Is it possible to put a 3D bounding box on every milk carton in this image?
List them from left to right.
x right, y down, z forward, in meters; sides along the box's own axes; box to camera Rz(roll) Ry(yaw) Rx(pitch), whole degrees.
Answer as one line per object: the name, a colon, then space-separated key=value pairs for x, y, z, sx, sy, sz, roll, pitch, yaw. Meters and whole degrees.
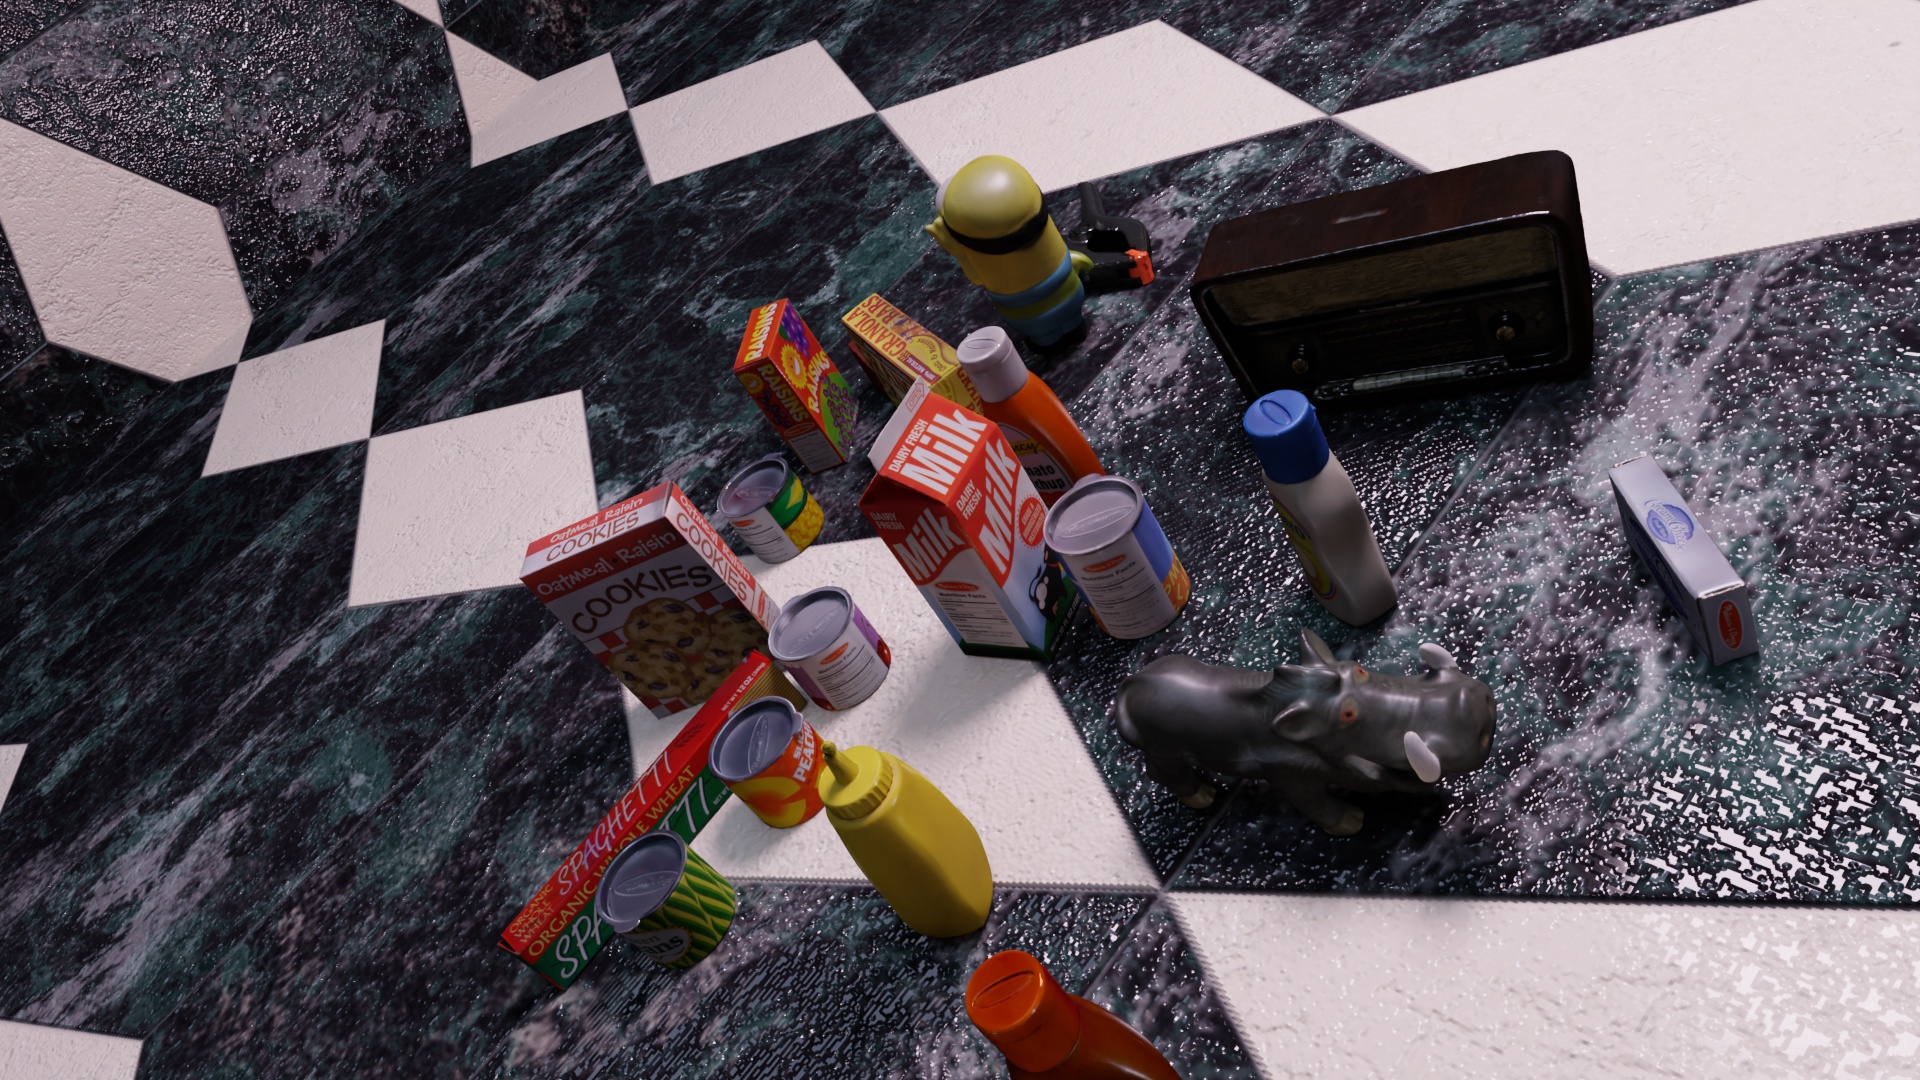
milk carton: x=0.003 y=-0.011 z=0.876 sx=0.073 sy=0.190 sz=0.073 roll=1 pitch=49 yaw=38

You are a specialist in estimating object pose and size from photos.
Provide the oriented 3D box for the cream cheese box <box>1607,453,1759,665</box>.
cream cheese box: x=0.362 y=0.008 z=0.698 sx=0.024 sy=0.053 sz=0.104 roll=-23 pitch=38 yaw=15

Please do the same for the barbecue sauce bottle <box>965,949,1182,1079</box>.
barbecue sauce bottle: x=0.051 y=0.230 z=0.604 sx=0.065 sy=0.148 sz=0.044 roll=-29 pitch=37 yaw=7

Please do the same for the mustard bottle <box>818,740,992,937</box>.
mustard bottle: x=-0.035 y=0.152 z=0.747 sx=0.049 sy=0.159 sz=0.066 roll=-20 pitch=39 yaw=19

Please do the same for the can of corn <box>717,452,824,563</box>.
can of corn: x=-0.151 y=-0.026 z=1.121 sx=0.071 sy=0.058 sz=0.071 roll=-21 pitch=38 yaw=18

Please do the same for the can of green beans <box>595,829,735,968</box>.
can of green beans: x=-0.183 y=0.224 z=0.864 sx=0.071 sy=0.057 sz=0.071 roll=-21 pitch=38 yaw=18

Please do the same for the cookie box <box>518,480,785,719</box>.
cookie box: x=-0.212 y=0.046 z=0.994 sx=0.123 sy=0.167 sz=0.040 roll=-22 pitch=38 yaw=16

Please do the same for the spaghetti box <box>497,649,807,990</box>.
spaghetti box: x=-0.201 y=0.184 z=0.929 sx=0.029 sy=0.050 sz=0.251 roll=16 pitch=59 yaw=46

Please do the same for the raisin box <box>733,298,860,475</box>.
raisin box: x=-0.137 y=-0.130 z=1.172 sx=0.040 sy=0.123 sz=0.086 roll=-17 pitch=40 yaw=22

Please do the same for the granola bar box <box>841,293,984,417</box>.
granola bar box: x=-0.018 y=-0.109 z=1.058 sx=0.039 sy=0.123 sz=0.166 roll=-39 pitch=37 yaw=-6

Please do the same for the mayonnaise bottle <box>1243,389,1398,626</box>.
mayonnaise bottle: x=0.198 y=-0.019 z=0.773 sx=0.041 sy=0.147 sz=0.065 roll=-34 pitch=36 yaw=0

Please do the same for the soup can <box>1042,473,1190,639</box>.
soup can: x=0.099 y=0.009 z=0.871 sx=0.071 sy=0.083 sz=0.072 roll=-21 pitch=38 yaw=18

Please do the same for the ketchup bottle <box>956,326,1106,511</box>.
ketchup bottle: x=0.047 y=-0.081 z=0.958 sx=0.064 sy=0.148 sz=0.044 roll=5 pitch=52 yaw=41

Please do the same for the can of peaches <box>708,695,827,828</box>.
can of peaches: x=-0.118 y=0.144 z=0.905 sx=0.071 sy=0.058 sz=0.071 roll=-21 pitch=38 yaw=18

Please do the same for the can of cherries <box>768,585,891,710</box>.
can of cherries: x=-0.090 y=0.073 z=0.963 sx=0.071 sy=0.058 sz=0.072 roll=-21 pitch=38 yaw=18
